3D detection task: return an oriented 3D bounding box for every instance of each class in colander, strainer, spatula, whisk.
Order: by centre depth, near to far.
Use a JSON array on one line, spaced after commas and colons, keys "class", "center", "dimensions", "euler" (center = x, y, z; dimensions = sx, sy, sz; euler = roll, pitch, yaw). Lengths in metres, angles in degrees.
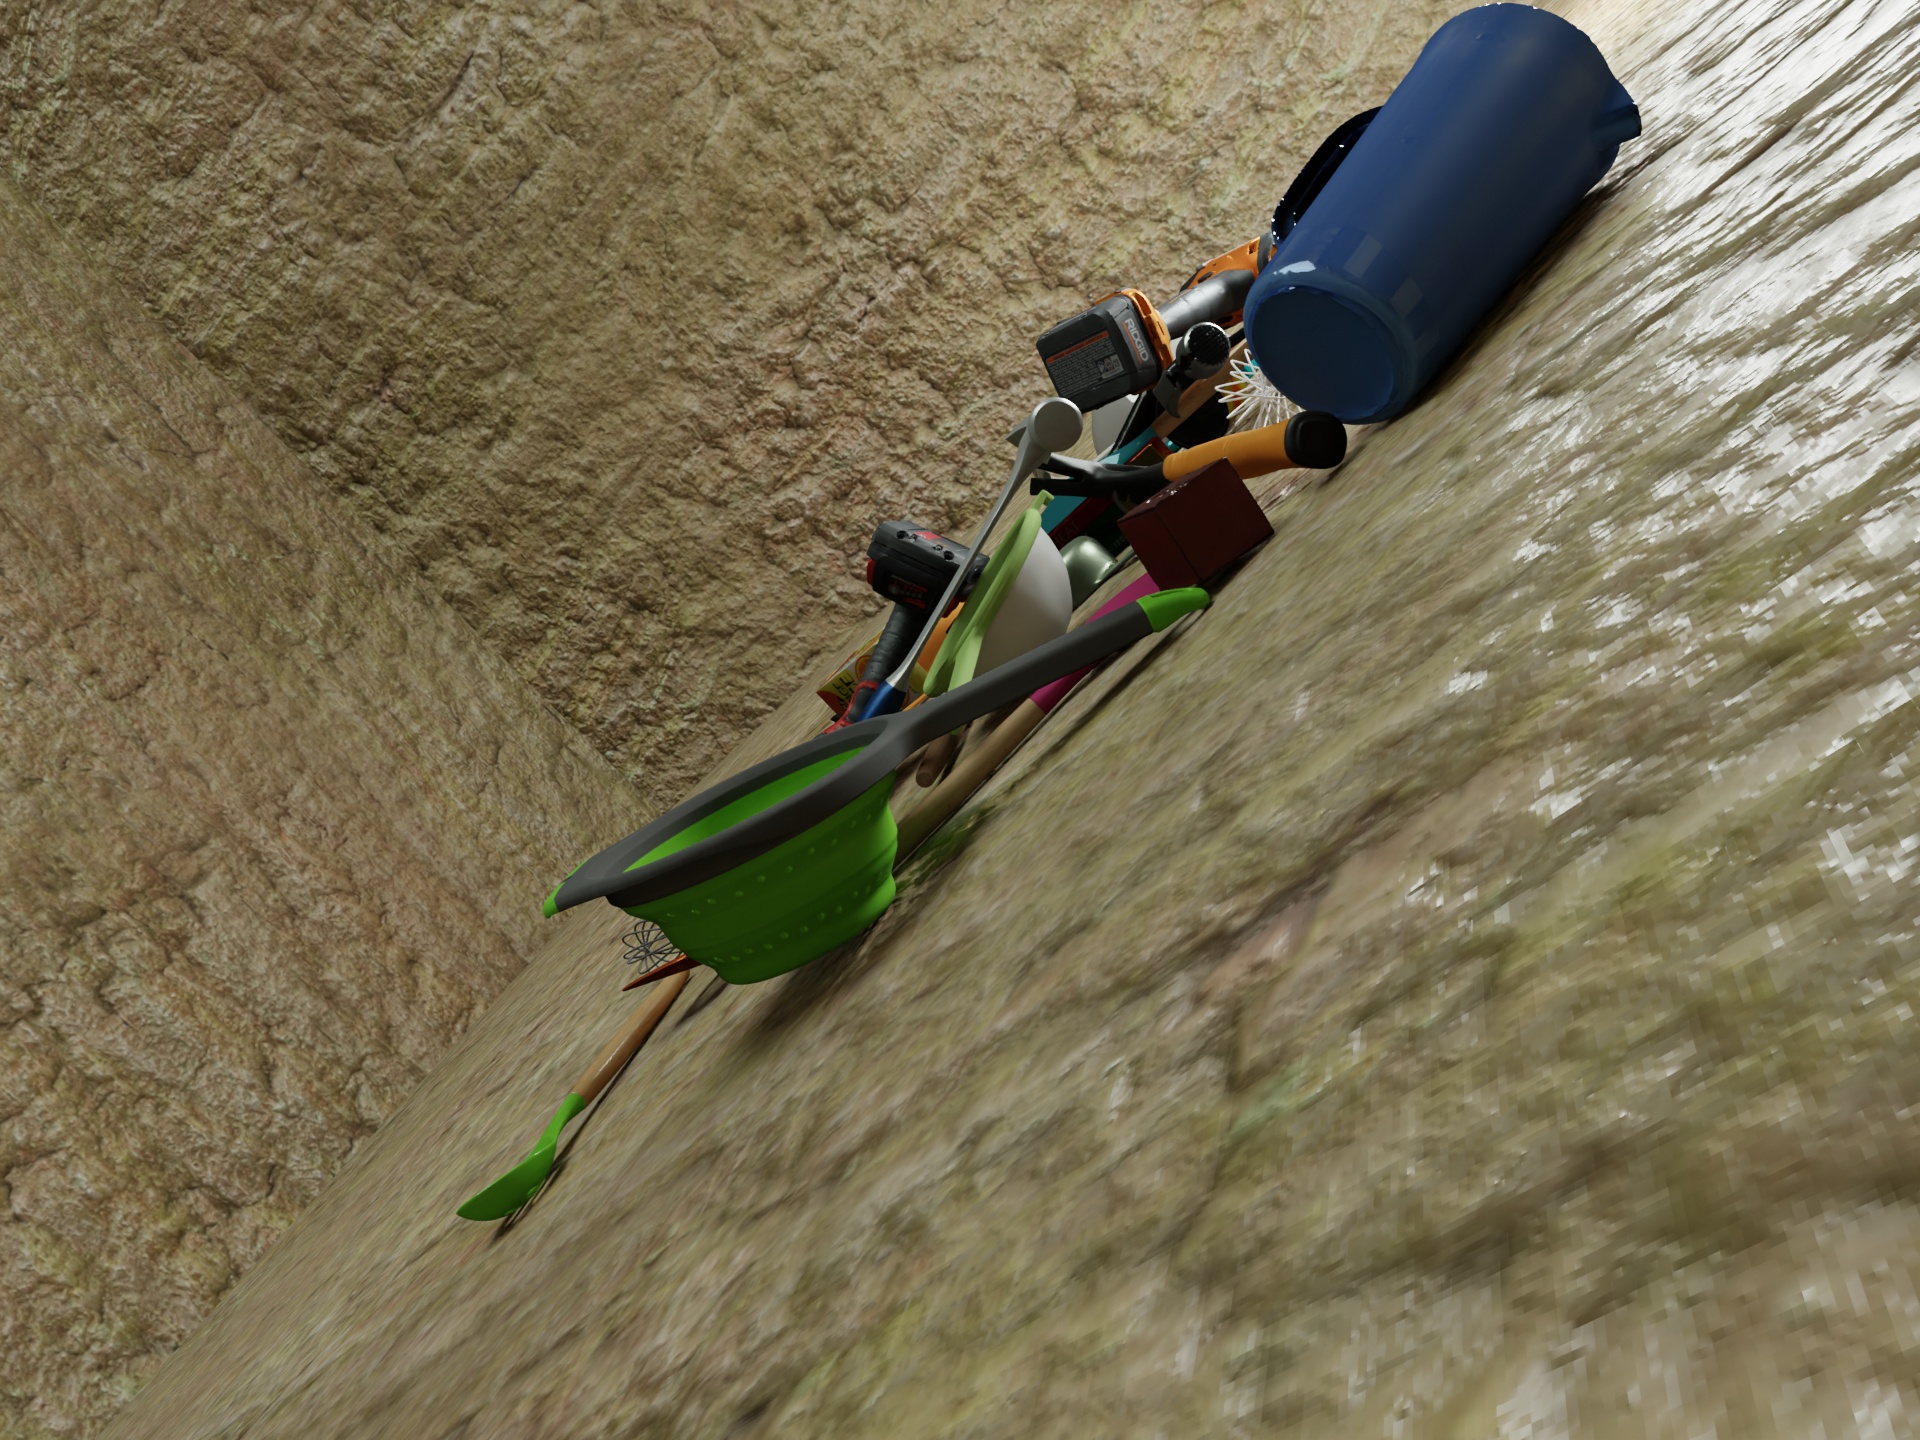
[{"class": "colander", "center": [-0.030, 0.047, 0.884], "dimensions": [0.397, 0.094, 0.204], "euler": [-26, 8, 3]}, {"class": "strainer", "center": [0.032, -0.045, 1.069], "dimensions": [0.151, 0.069, 0.256], "euler": [-57, 8, 27]}, {"class": "whisk", "center": [0.235, -0.257, 1.193], "dimensions": [0.070, 0.070, 0.285], "euler": [-42, 3, 22]}, {"class": "spatula", "center": [-0.002, -0.004, 1.210], "dimensions": [0.059, 0.018, 0.316], "euler": [-43, 6, 17]}, {"class": "spatula", "center": [-0.143, 0.114, 1.237], "dimensions": [0.081, 0.041, 0.323], "euler": [-30, 13, 38]}, {"class": "spatula", "center": [0.186, -0.254, 1.331], "dimensions": [0.317, 0.044, 0.082], "euler": [-42, 51, 10]}, {"class": "whisk", "center": [-0.224, 0.172, 1.345], "dimensions": [0.239, 0.055, 0.055], "euler": [-30, 15, 49]}, {"class": "strainer", "center": [0.160, -0.298, 1.664], "dimensions": [0.340, 0.095, 0.211], "euler": [-41, 8, 18]}]

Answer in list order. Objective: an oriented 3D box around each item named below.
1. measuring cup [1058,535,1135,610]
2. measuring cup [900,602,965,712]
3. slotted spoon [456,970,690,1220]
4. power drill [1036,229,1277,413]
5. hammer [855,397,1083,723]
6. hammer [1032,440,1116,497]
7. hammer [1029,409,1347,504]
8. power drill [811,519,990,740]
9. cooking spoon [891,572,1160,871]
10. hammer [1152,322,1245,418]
[{"class": "measuring cup", "center": [0.105, -0.128, 1.234], "dimensions": [0.083, 0.038, 0.167], "euler": [-49, 6, -30]}, {"class": "measuring cup", "center": [-0.038, -0.054, 1.545], "dimensions": [0.173, 0.052, 0.095], "euler": [-43, 7, -4]}, {"class": "slotted spoon", "center": [-0.262, 0.258, 1.142], "dimensions": [0.070, 0.031, 0.314], "euler": [-41, 6, 26]}, {"class": "power drill", "center": [0.179, -0.344, 1.370], "dimensions": [0.226, 0.084, 0.164], "euler": [-31, 12, -26]}, {"class": "hammer", "center": [-0.037, -0.033, 1.070], "dimensions": [0.405, 0.035, 0.144], "euler": [-60, 6, 6]}, {"class": "hammer", "center": [0.224, -0.321, 1.484], "dimensions": [0.359, 0.037, 0.149], "euler": [-39, -27, 8]}, {"class": "hammer", "center": [0.148, -0.166, 1.027], "dimensions": [0.337, 0.127, 0.034], "euler": [-163, 78, -76]}, {"class": "power drill", "center": [-0.064, -0.034, 1.214], "dimensions": [0.188, 0.080, 0.226], "euler": [-38, -28, -78]}, {"class": "cooking spoon", "center": [0.029, 0.010, 0.963], "dimensions": [0.319, 0.017, 0.069], "euler": [-45, 18, -3]}, {"class": "hammer", "center": [0.311, -0.366, 1.243], "dimensions": [0.409, 0.036, 0.149], "euler": [-37, -2, -12]}]
